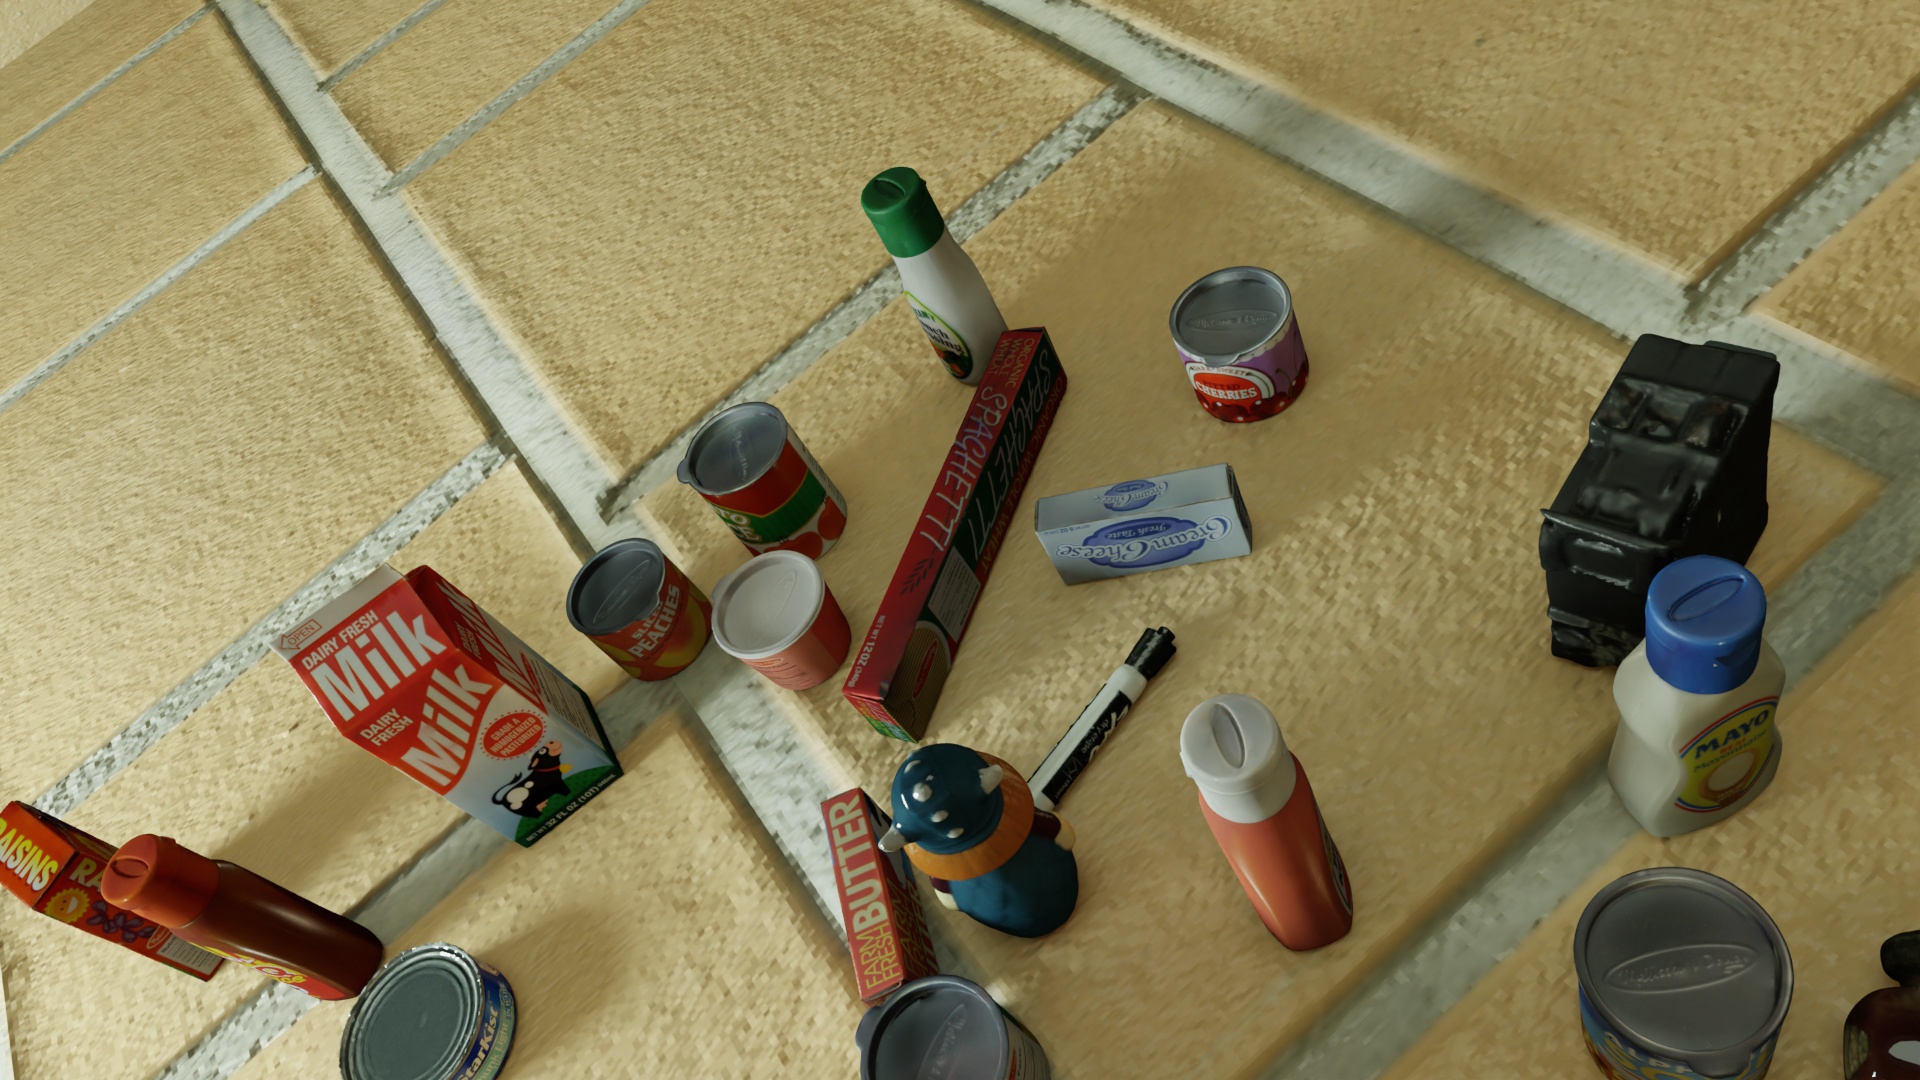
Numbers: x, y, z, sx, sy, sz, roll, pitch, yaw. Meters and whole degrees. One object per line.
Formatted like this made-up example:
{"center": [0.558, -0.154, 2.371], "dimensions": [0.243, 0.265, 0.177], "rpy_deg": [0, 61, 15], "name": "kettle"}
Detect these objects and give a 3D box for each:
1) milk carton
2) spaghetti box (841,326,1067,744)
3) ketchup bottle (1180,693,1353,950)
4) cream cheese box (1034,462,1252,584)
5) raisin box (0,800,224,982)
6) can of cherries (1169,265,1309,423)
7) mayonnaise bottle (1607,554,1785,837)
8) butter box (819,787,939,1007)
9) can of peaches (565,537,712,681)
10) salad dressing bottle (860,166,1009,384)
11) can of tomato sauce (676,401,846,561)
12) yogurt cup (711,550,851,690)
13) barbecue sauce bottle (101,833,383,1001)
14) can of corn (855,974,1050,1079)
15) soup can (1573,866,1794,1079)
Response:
{"center": [-0.270, 0.082, 0.739], "dimensions": [0.072, 0.190, 0.074], "rpy_deg": [-37, 49, -3], "name": "milk carton"}
{"center": [0.003, -0.010, 0.771], "dimensions": [0.028, 0.050, 0.251], "rpy_deg": [7, 59, 30], "name": "spaghetti box"}
{"center": [0.123, 0.112, 0.558], "dimensions": [0.043, 0.148, 0.065], "rpy_deg": [-22, 50, 10], "name": "ketchup bottle"}
{"center": [0.096, -0.008, 0.723], "dimensions": [0.104, 0.053, 0.024], "rpy_deg": [-11, 52, 18], "name": "cream cheese box"}
{"center": [-0.488, 0.202, 0.799], "dimensions": [0.086, 0.123, 0.040], "rpy_deg": [16, 65, 34], "name": "raisin box"}
{"center": [0.153, -0.105, 0.765], "dimensions": [0.071, 0.058, 0.072], "rpy_deg": [-13, 52, 17], "name": "can of cherries"}
{"center": [0.278, 0.060, 0.523], "dimensions": [0.065, 0.147, 0.041], "rpy_deg": [-30, 49, 3], "name": "mayonnaise bottle"}
{"center": [-0.036, 0.172, 0.653], "dimensions": [0.024, 0.053, 0.104], "rpy_deg": [-25, 49, 7], "name": "butter box"}
{"center": [-0.186, 0.042, 0.817], "dimensions": [0.071, 0.058, 0.071], "rpy_deg": [-13, 52, 17], "name": "can of peaches"}
{"center": [-0.013, -0.155, 0.821], "dimensions": [0.044, 0.147, 0.064], "rpy_deg": [-43, 49, -8], "name": "salad dressing bottle"}
{"center": [-0.115, -0.030, 0.820], "dimensions": [0.071, 0.082, 0.071], "rpy_deg": [-13, 52, 17], "name": "can of tomato sauce"}
{"center": [-0.096, 0.047, 0.773], "dimensions": [0.072, 0.053, 0.073], "rpy_deg": [-13, 52, 17], "name": "yogurt cup"}
{"center": [-0.377, 0.199, 0.732], "dimensions": [0.065, 0.148, 0.044], "rpy_deg": [4, 58, 28], "name": "barbecue sauce bottle"}
{"center": [-0.003, 0.226, 0.593], "dimensions": [0.071, 0.058, 0.071], "rpy_deg": [-13, 52, 17], "name": "can of corn"}
{"center": [0.257, 0.166, 0.497], "dimensions": [0.071, 0.083, 0.072], "rpy_deg": [-13, 52, 17], "name": "soup can"}
